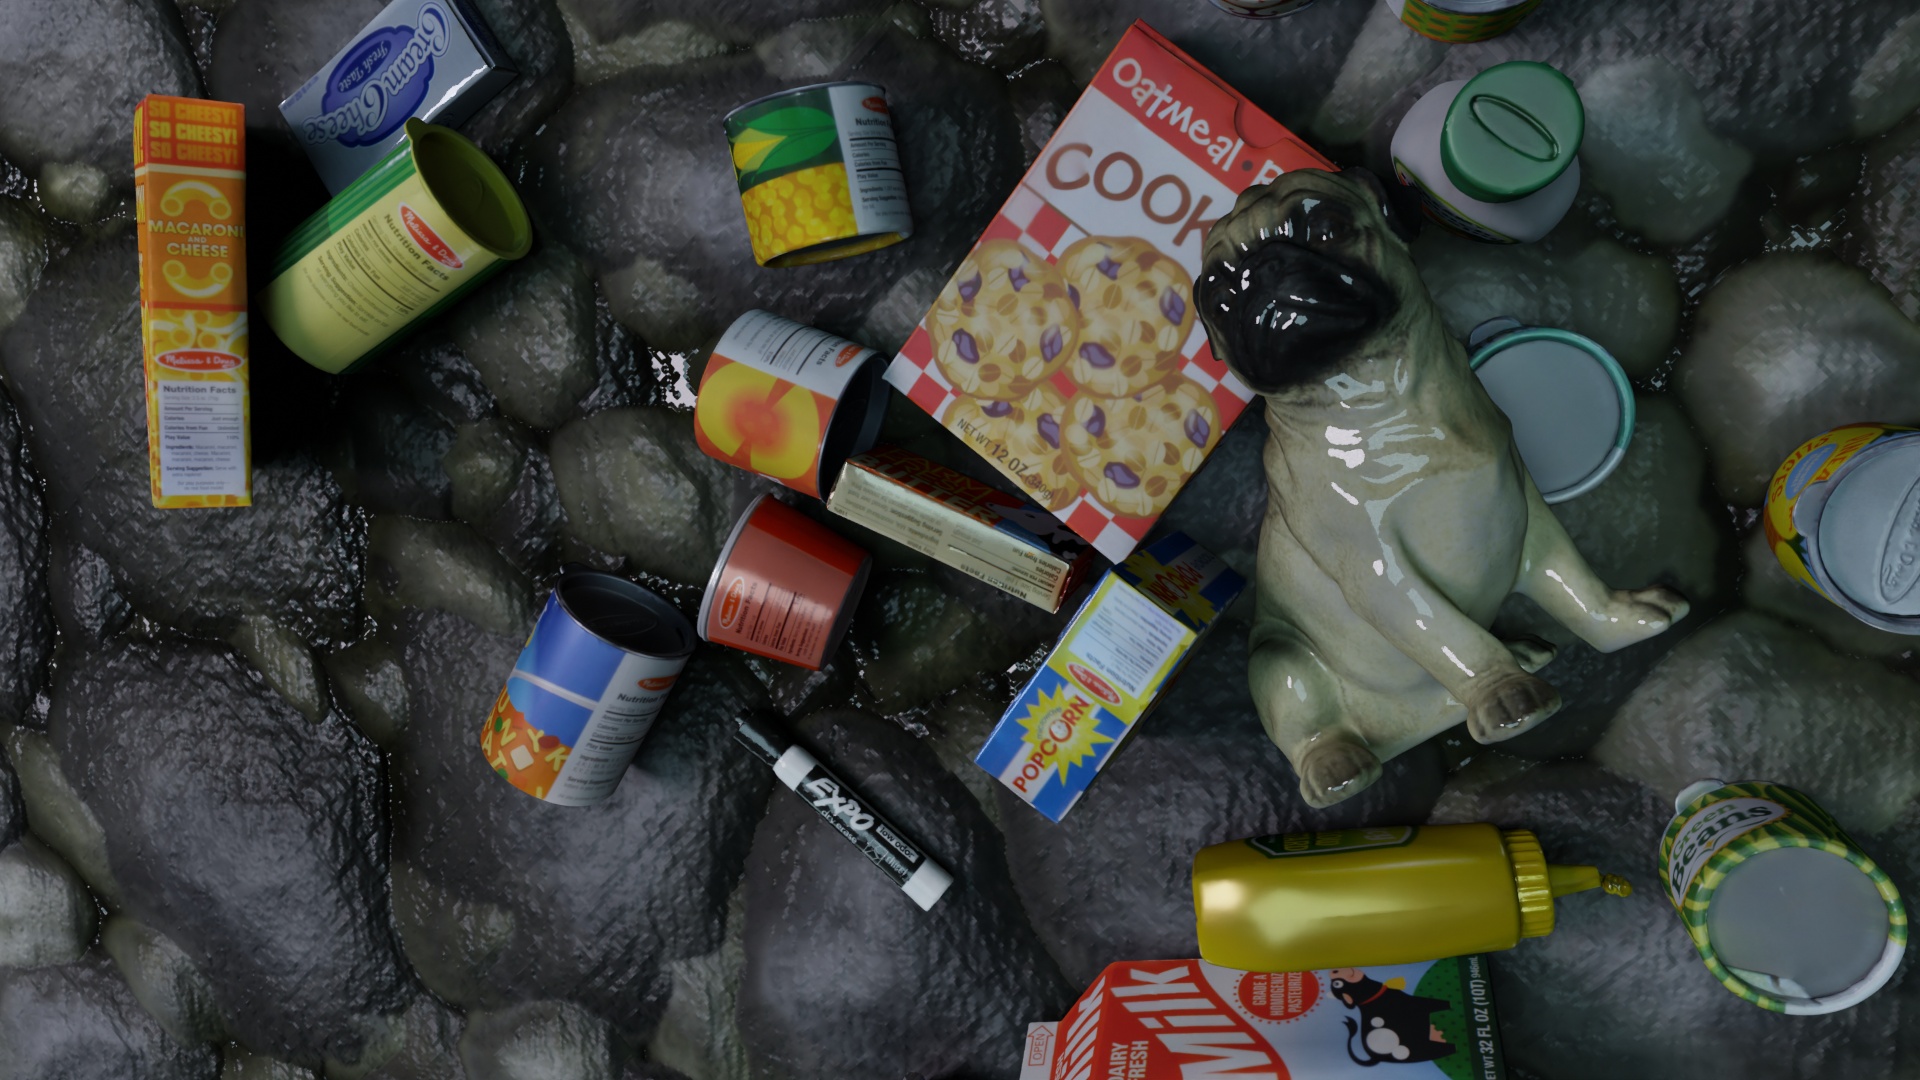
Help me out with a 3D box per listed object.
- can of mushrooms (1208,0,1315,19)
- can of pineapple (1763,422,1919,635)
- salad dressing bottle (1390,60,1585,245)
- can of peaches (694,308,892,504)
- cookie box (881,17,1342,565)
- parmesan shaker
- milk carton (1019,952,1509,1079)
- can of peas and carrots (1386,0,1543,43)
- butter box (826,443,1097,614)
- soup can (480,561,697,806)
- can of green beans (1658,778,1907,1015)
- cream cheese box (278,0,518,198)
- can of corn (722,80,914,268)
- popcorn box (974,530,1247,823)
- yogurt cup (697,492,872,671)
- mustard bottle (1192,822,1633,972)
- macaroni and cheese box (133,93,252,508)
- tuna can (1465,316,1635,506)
[{"bbox_3d":[0.114,-0.230,0.510,0.071,0.033,0.071,2,98,16],"label":"can of mushrooms"},{"bbox_3d":[0.315,-0.007,0.473,0.071,0.058,0.071,2,99,15],"label":"can of pineapple"},{"bbox_3d":[0.172,-0.125,0.449,0.064,0.148,0.044,39,107,8],"label":"salad dressing bottle"},{"bbox_3d":[-0.068,-0.054,0.571,0.058,0.071,0.071,22,104,12],"label":"can of peaches"},{"bbox_3d":[0.068,-0.093,0.540,0.123,0.040,0.167,39,106,7],"label":"cookie box"},{"bbox_3d":[-0.252,-0.128,0.610,0.103,0.071,0.071,-29,90,19],"label":"parmesan shaker"},{"bbox_3d":[0.114,0.215,0.546,0.190,0.073,0.073,-7,117,16],"label":"milk carton"},{"bbox_3d":[0.181,-0.211,0.481,0.071,0.059,0.070,2,99,15],"label":"can of peas and carrots"},{"bbox_3d":[0.002,-0.007,0.564,0.103,0.053,0.024,25,107,12],"label":"butter box"},{"bbox_3d":[-0.167,0.063,0.616,0.071,0.071,0.083,34,106,9],"label":"soup can"},{"bbox_3d":[0.293,0.127,0.499,0.071,0.058,0.071,2,99,16],"label":"can of green beans"},{"bbox_3d":[-0.253,-0.201,0.623,0.103,0.024,0.053,-33,89,18],"label":"cream cheese box"},{"bbox_3d":[-0.058,-0.144,0.555,0.071,0.071,0.058,-11,96,17],"label":"can of corn"},{"bbox_3d":[0.060,0.046,0.517,0.038,0.127,0.085,38,106,12],"label":"popcorn box"},{"bbox_3d":[-0.072,0.020,0.585,0.054,0.072,0.072,23,104,3],"label":"yogurt cup"},{"bbox_3d":[0.171,0.135,0.534,0.160,0.065,0.049,-8,87,11],"label":"mustard bottle"},{"bbox_3d":[-0.341,-0.106,0.616,0.124,0.040,0.166,18,108,58],"label":"macaroni and cheese box"},{"bbox_3d":[0.209,-0.048,0.510,0.071,0.033,0.071,2,99,15],"label":"tuna can"}]
